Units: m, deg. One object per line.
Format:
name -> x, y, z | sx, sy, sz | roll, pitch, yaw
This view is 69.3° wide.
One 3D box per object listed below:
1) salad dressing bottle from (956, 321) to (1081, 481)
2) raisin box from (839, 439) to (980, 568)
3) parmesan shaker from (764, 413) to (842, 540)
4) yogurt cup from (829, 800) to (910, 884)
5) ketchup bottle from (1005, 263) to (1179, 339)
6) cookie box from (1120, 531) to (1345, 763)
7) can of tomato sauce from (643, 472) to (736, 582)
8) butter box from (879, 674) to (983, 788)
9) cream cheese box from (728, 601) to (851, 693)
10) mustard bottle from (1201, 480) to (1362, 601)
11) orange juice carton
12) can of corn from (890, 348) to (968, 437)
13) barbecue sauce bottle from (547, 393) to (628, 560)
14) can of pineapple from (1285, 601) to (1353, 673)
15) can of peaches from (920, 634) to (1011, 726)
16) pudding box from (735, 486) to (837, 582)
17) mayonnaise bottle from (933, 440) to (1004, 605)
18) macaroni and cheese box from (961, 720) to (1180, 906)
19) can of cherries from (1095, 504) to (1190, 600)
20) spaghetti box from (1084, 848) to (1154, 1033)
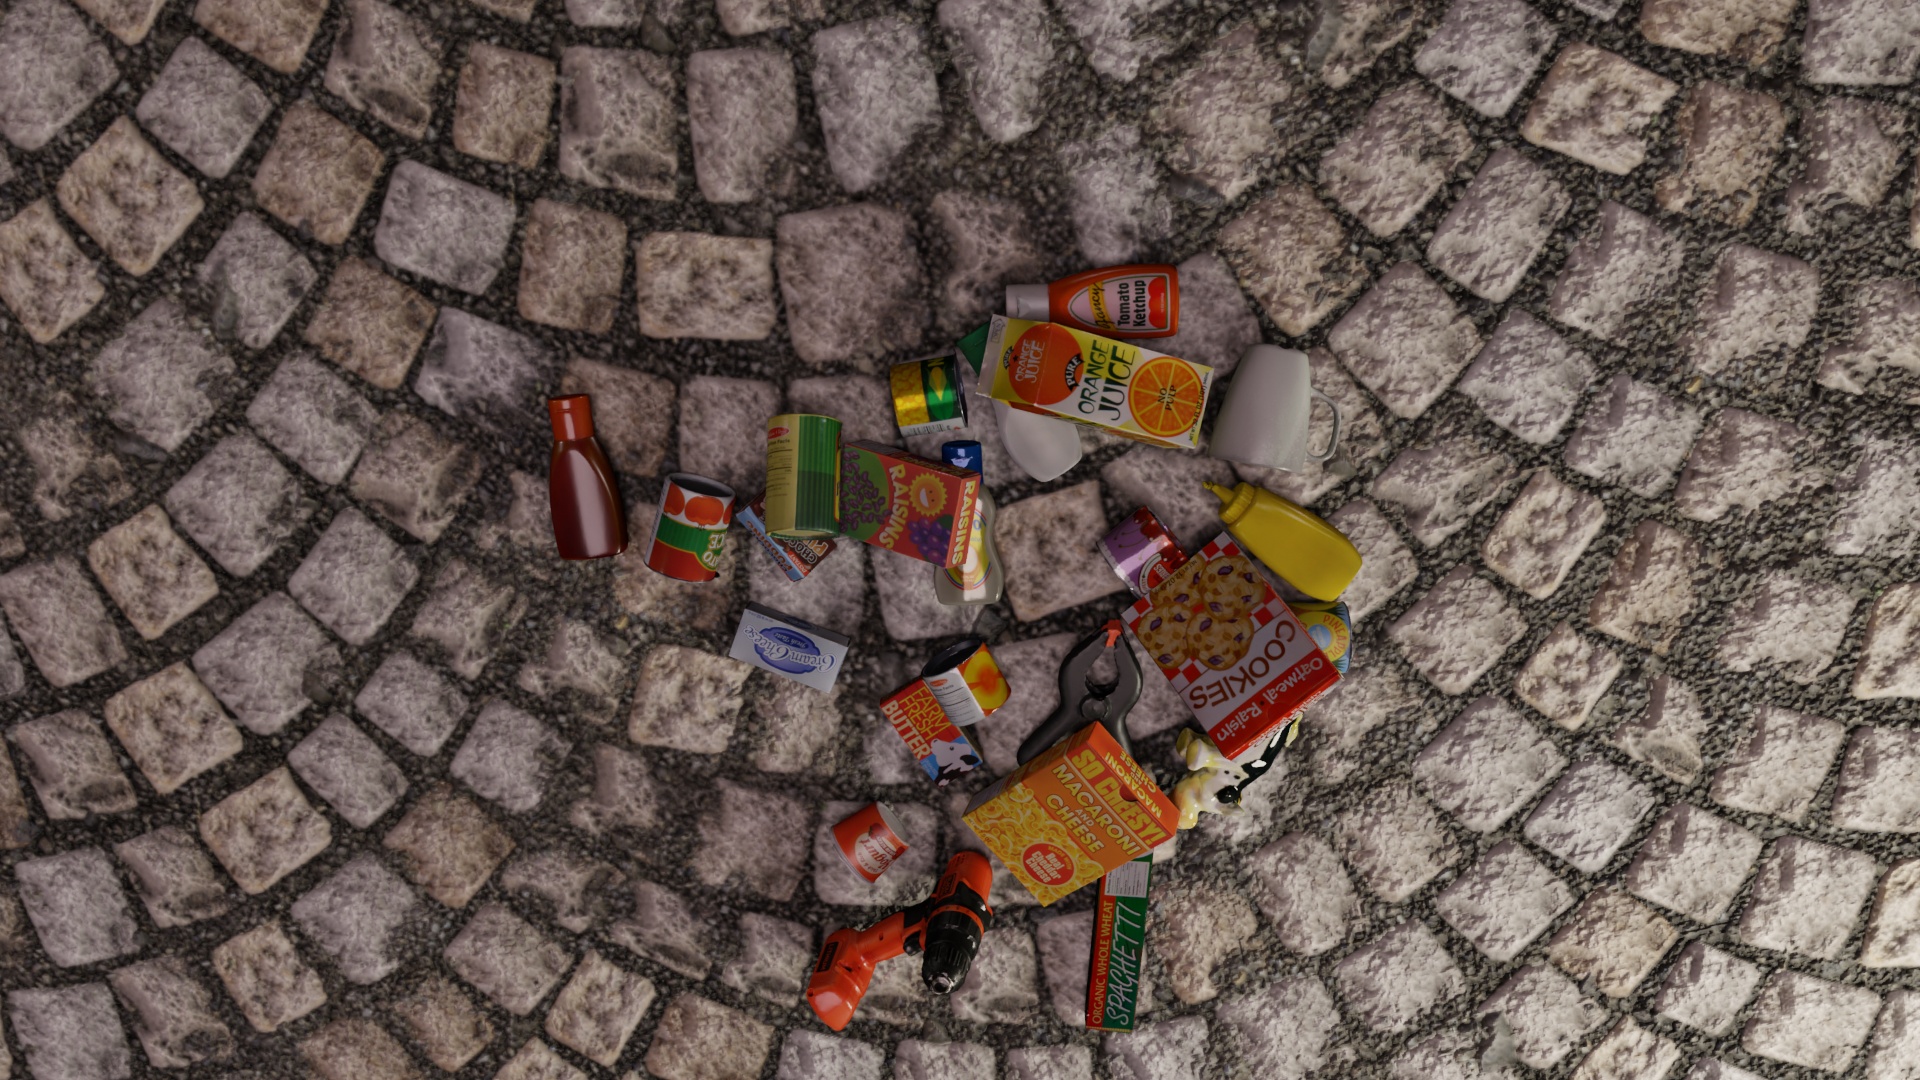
salad dressing bottle -> 0.051, -0.124, 1.234 | 0.064, 0.044, 0.147 | -32, 100, 5
raisin box -> -0.049, -0.033, 1.239 | 0.123, 0.040, 0.086 | 18, 106, 26
parmesan shaker -> -0.140, -0.055, 1.232 | 0.071, 0.071, 0.103 | 0, 82, 2
yogurt cup -> -0.085, 0.288, 1.338 | 0.054, 0.072, 0.072 | -38, 100, 3
ketchup bottle -> 0.114, -0.207, 1.210 | 0.149, 0.044, 0.064 | -1, 105, 3
cookie box -> 0.240, 0.094, 1.235 | 0.123, 0.040, 0.168 | -40, 60, 11
can of tomato sauce -> -0.244, -0.012, 1.264 | 0.071, 0.071, 0.083 | 17, 104, -2
butter box -> -0.027, 0.181, 1.327 | 0.053, 0.024, 0.103 | -33, 101, 10
cream cheese box -> -0.161, 0.101, 1.311 | 0.104, 0.024, 0.053 | 21, 106, -3
mustard bottle -> 0.284, -0.011, 1.251 | 0.160, 0.049, 0.065 | 35, 103, -6
orange juice carton -> 0.110, -0.135, 1.187 | 0.193, 0.073, 0.072 | 13, 90, -14
can of corn -> -0.028, -0.130, 1.225 | 0.058, 0.071, 0.071 | -9, 104, 5
barbecue sauce bottle -> -0.346, -0.058, 1.268 | 0.065, 0.044, 0.148 | -5, 104, 4
can of pineapple -> 0.321, 0.088, 1.265 | 0.058, 0.071, 0.070 | -1, 105, 3
can of peaches -> 0.007, 0.130, 1.292 | 0.071, 0.071, 0.058 | -28, 102, 9
pudding box -> -0.159, -0.009, 1.268 | 0.050, 0.030, 0.083 | -44, 101, -27
mayonnaise bottle -> 0.005, -0.016, 1.265 | 0.065, 0.041, 0.147 | -2, 104, 5
macaroni and cheese box -> 0.102, 0.259, 1.302 | 0.166, 0.040, 0.123 | -37, 99, 31
can of cherries -> 0.166, 0.011, 1.251 | 0.058, 0.072, 0.071 | -39, 100, 11
spaghetti box -> 0.156, 0.367, 1.365 | 0.050, 0.029, 0.249 | 4, 105, 1
